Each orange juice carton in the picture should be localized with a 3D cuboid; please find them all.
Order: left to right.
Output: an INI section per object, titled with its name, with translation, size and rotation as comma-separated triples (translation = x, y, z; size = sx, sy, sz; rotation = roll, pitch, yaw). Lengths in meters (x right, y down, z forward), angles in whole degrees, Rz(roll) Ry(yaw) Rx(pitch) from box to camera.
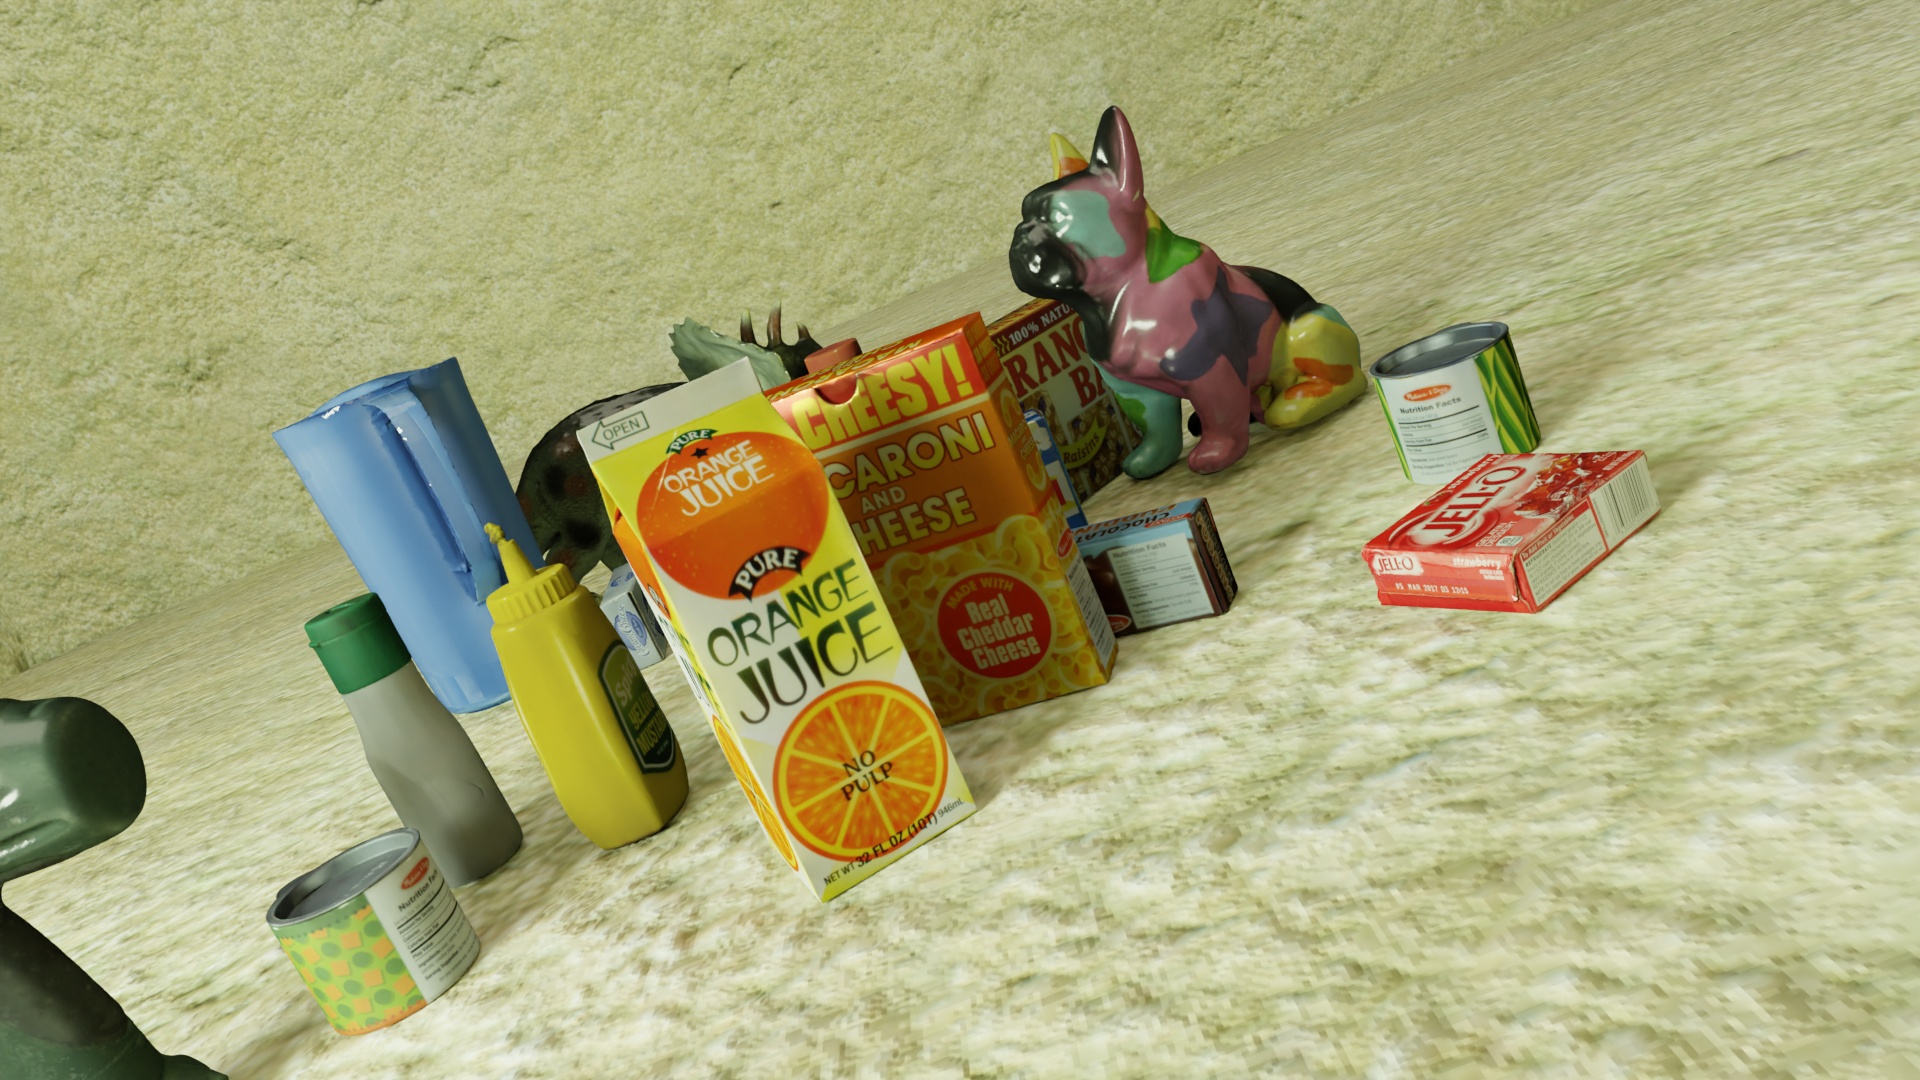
[orange juice carton]
translation = -0.072, 0.031, 0.530
size = 0.072, 0.192, 0.073
rotation = -28, 15, -18

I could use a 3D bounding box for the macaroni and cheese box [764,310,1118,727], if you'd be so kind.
[macaroni and cheese box]
translation = -0.018, -0.001, 0.613
size = 0.123, 0.166, 0.040
rotation = -18, 15, 20

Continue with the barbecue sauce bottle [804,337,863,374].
[barbecue sauce bottle]
translation = -0.055, -0.056, 0.900
size = 0.043, 0.148, 0.065
rotation = -7, 22, 48

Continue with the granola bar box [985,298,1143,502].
[granola bar box]
translation = 0.063, -0.092, 0.895
size = 0.039, 0.124, 0.166
rotation = -8, 21, 46

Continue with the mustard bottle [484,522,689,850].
[mustard bottle]
translation = -0.180, 0.063, 0.645
size = 0.049, 0.160, 0.065
rotation = -21, 14, 10

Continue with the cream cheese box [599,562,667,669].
[cream cheese box]
translation = -0.225, 0.050, 0.968
size = 0.024, 0.053, 0.104
rotation = -24, 15, -3

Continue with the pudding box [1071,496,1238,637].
[pudding box]
translation = 0.079, 0.015, 0.641
size = 0.083, 0.049, 0.030
rotation = -15, 16, 29

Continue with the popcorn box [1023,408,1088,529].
[popcorn box]
translation = 0.003, -0.010, 0.773
size = 0.127, 0.085, 0.038
rotation = -24, 14, -1

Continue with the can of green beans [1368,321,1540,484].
[can of green beans]
translation = 0.239, -0.066, 0.671
size = 0.071, 0.057, 0.071
rotation = -22, 15, 6

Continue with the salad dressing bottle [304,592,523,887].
[salad dressing bottle]
translation = -0.269, 0.098, 0.682
size = 0.064, 0.147, 0.044
rotation = -9, 20, 45

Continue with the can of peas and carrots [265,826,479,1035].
[can of peas and carrots]
translation = -0.249, 0.165, 0.588
size = 0.071, 0.058, 0.071
rotation = -22, 15, 6
